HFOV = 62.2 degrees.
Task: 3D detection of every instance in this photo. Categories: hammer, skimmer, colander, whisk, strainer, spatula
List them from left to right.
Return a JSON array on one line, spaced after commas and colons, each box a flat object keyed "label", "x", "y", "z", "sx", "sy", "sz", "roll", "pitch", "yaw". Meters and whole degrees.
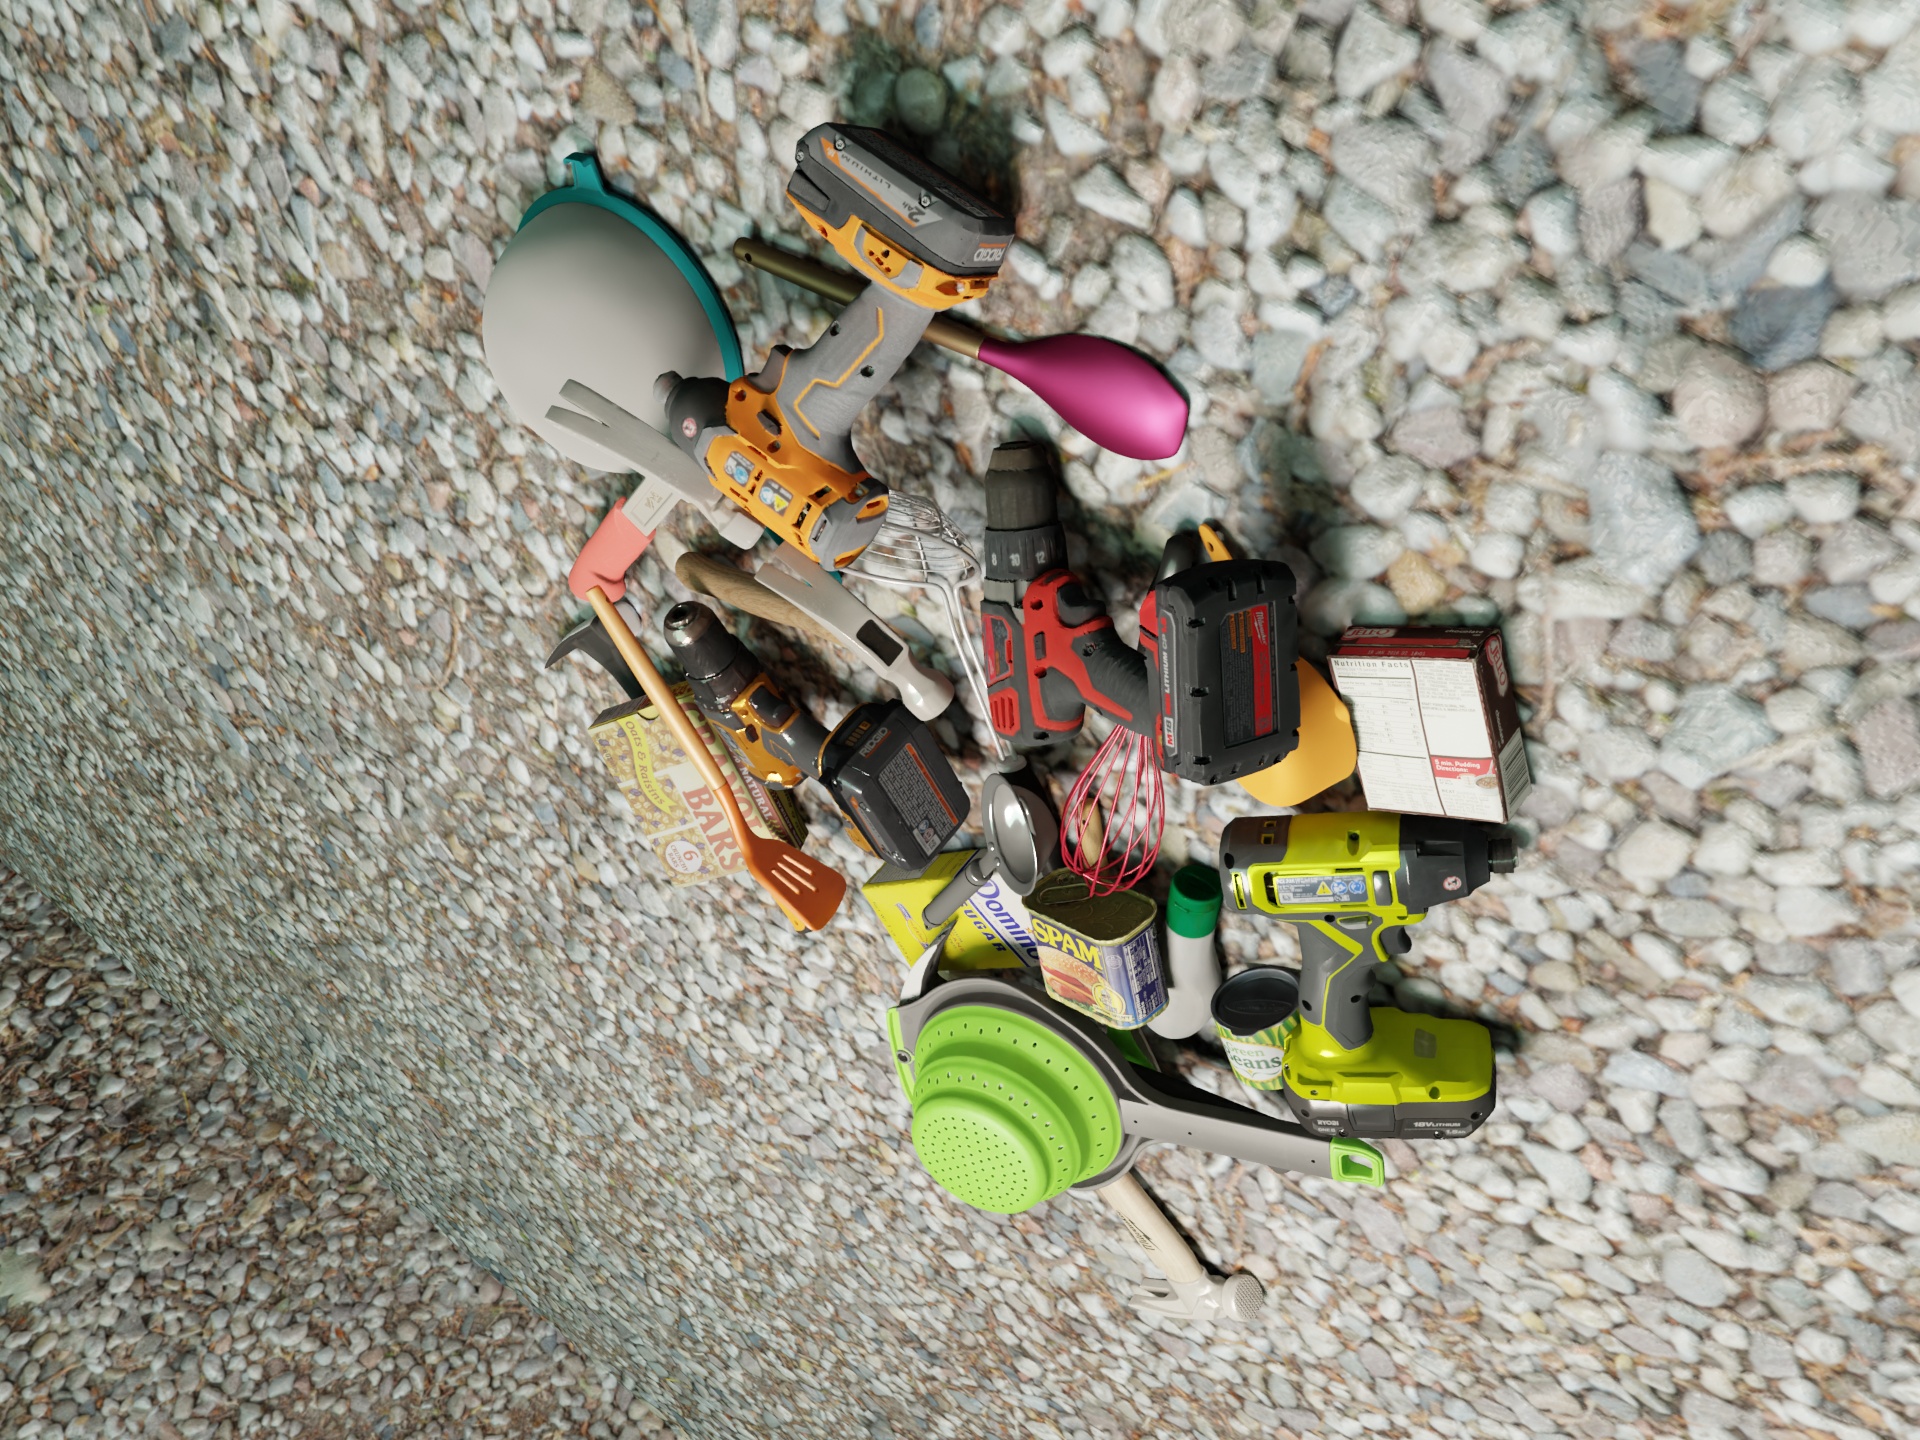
[{"label": "hammer", "x": -0.248, "y": -0.141, "z": 1.141, "sx": 0.149, "sy": 0.037, "sz": 0.359, "roll": 32, "pitch": 163, "yaw": -16}, {"label": "strainer", "x": -0.218, "y": -0.202, "z": 1.104, "sx": 0.340, "sy": 0.095, "sz": 0.211, "roll": 50, "pitch": 141, "yaw": -5}, {"label": "hammer", "x": -0.230, "y": 0.052, "z": 1.394, "sx": 0.127, "sy": 0.034, "sz": 0.336, "roll": -22, "pitch": 108, "yaw": 49}, {"label": "spatula", "x": -0.197, "y": 0.028, "z": 1.265, "sx": 0.041, "sy": 0.081, "sz": 0.322, "roll": -24, "pitch": 106, "yaw": 25}, {"label": "hammer", "x": -0.127, "y": -0.082, "z": 1.085, "sx": 0.130, "sy": 0.031, "sz": 0.331, "roll": 45, "pitch": 169, "yaw": -30}, {"label": "skimmer", "x": -0.002, "y": -0.003, "z": 1.093, "sx": 0.127, "sy": 0.090, "sz": 0.363, "roll": 2, "pitch": 125, "yaw": 41}, {"label": "strainer", "x": 0.018, "y": 0.105, "z": 1.146, "sx": 0.258, "sy": 0.050, "sz": 0.087, "roll": -50, "pitch": 55, "yaw": 57}, {"label": "hammer", "x": 0.098, "y": 0.363, "z": 1.381, "sx": 0.146, "sy": 0.038, "sz": 0.410, "roll": -22, "pitch": 108, "yaw": 51}, {"label": "hammer", "x": 0.105, "y": 0.261, "z": 1.214, "sx": 0.335, "sy": 0.035, "sz": 0.146, "roll": 19, "pitch": 128, "yaw": 20}, {"label": "colander", "x": 0.102, "y": 0.308, "z": 1.160, "sx": 0.397, "sy": 0.094, "sz": 0.204, "roll": 6, "pitch": 123, "yaw": 29}, {"label": "whisk", "x": 0.113, "y": 0.006, "z": 1.026, "sx": 0.073, "sy": 0.073, "sz": 0.295, "roll": 27, "pitch": 133, "yaw": 21}]

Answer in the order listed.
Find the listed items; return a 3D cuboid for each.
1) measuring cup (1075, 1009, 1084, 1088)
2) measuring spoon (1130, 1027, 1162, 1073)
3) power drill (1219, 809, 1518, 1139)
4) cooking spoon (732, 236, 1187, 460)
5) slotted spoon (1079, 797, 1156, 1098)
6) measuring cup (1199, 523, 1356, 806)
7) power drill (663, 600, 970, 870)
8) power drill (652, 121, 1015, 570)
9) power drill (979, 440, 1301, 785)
[{"label": "measuring cup", "x": 0.094, "y": 0.244, "z": 1.286, "sx": 0.062, "sy": 0.029, "sz": 0.156, "roll": -6, "pitch": 109, "yaw": 14}, {"label": "measuring spoon", "x": 0.150, "y": 0.258, "z": 1.260, "sx": 0.034, "sy": 0.018, "sz": 0.124, "roll": -12, "pitch": 109, "yaw": 56}, {"label": "power drill", "x": 0.265, "y": 0.155, "z": 0.996, "sx": 0.171, "sy": 0.080, "sz": 0.223, "roll": -4, "pitch": 121, "yaw": 21}, {"label": "cooking spoon", "x": -0.008, "y": -0.231, "z": 0.951, "sx": 0.319, "sy": 0.017, "sz": 0.068, "roll": 27, "pitch": 138, "yaw": 20}, {"label": "slotted spoon", "x": 0.115, "y": 0.192, "z": 1.204, "sx": 0.070, "sy": 0.031, "sz": 0.313, "roll": 9, "pitch": 124, "yaw": 30}, {"label": "measuring cup", "x": 0.165, "y": -0.029, "z": 0.935, "sx": 0.173, "sy": 0.052, "sz": 0.095, "roll": 61, "pitch": 166, "yaw": -6}, {"label": "power drill", "x": -0.116, "y": 0.004, "z": 1.166, "sx": 0.226, "sy": 0.084, "sz": 0.185, "roll": 25, "pitch": 155, "yaw": 41}, {"label": "power drill", "x": -0.084, "y": -0.221, "z": 0.917, "sx": 0.164, "sy": 0.084, "sz": 0.226, "roll": 37, "pitch": 118, "yaw": 12}, {"label": "power drill", "x": 0.087, "y": -0.065, "z": 0.922, "sx": 0.227, "sy": 0.080, "sz": 0.187, "roll": 17, "pitch": 116, "yaw": 54}]
